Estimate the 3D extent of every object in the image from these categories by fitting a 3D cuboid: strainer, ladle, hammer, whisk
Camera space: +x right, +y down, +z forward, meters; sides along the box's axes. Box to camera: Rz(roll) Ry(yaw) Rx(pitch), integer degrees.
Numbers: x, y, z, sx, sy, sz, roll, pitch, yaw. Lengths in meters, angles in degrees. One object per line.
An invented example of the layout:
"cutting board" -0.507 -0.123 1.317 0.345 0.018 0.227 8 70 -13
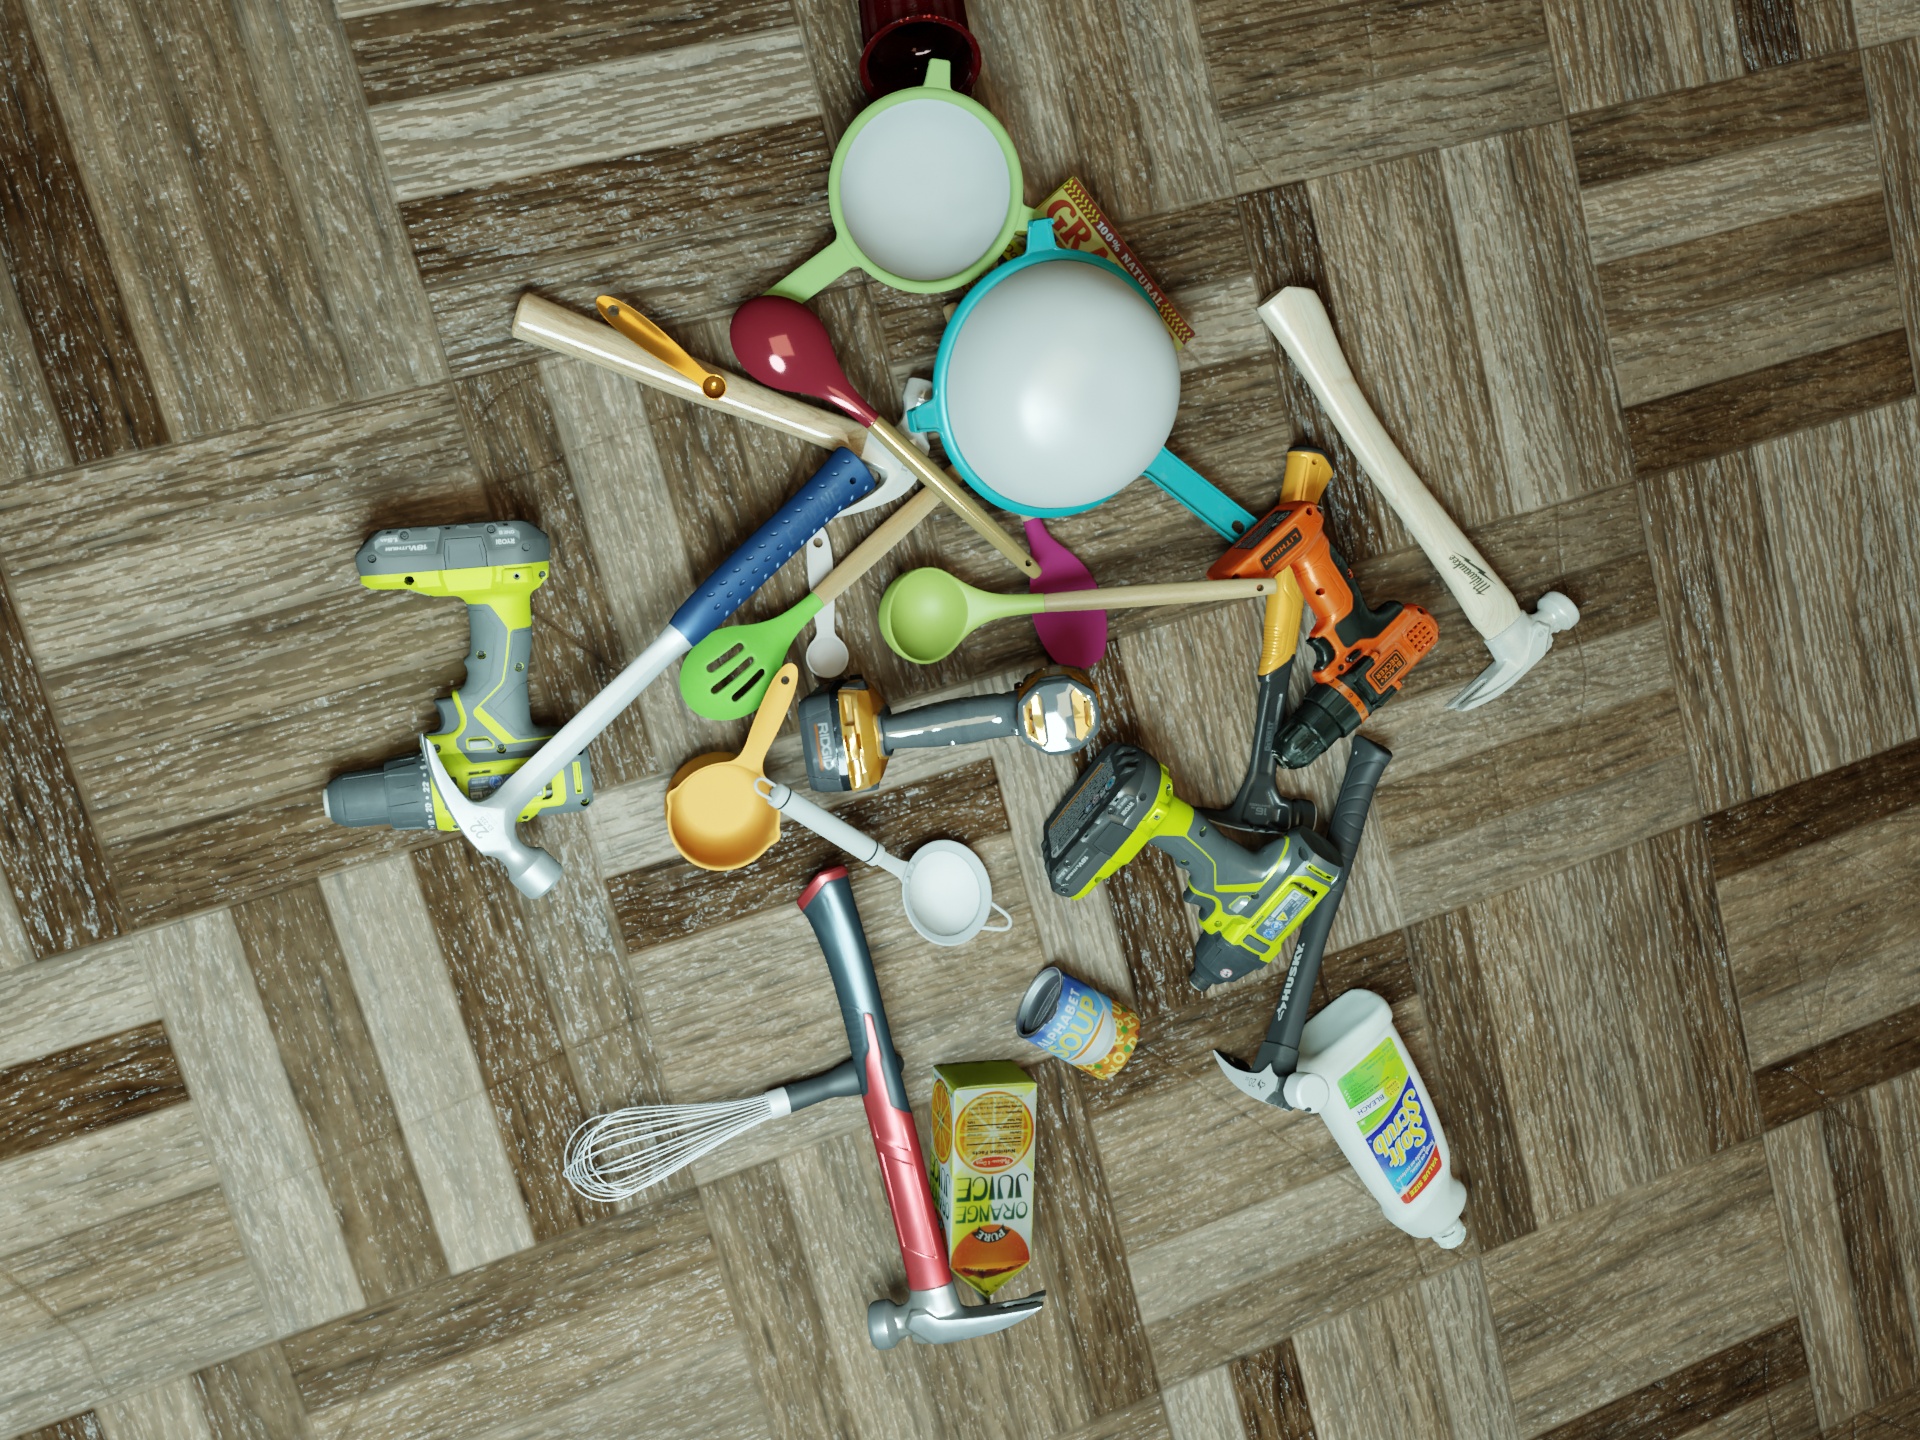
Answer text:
"strainer" -0.064 0.109 1.273 0.258 0.050 0.087 35 62 -30
"ladle" -0.051 -0.216 1.247 0.315 0.031 0.069 41 83 -18
"hammer" -0.183 -0.253 1.238 0.331 0.031 0.130 18 89 -16
"strainer" -0.073 -0.385 1.249 0.256 0.069 0.151 -35 114 7
"hammer" 0.269 -0.071 1.377 0.127 0.034 0.337 7 92 -17
"ladle" 0.094 -0.094 1.273 0.320 0.062 0.078 -4 104 3
"strainer" 0.140 -0.225 1.260 0.340 0.095 0.211 32 92 -27
"whisk" -0.177 0.317 1.276 0.284 0.070 0.070 -15 99 -18
"hammer" -0.220 -0.060 1.183 0.405 0.035 0.144 -46 115 -14
"hammer" 0.308 0.169 1.378 0.035 0.146 0.335 24 77 -17
"hammer" 0.382 -0.199 1.397 0.146 0.038 0.410 -41 103 -7
"hammer" -0.044 0.301 1.263 0.143 0.038 0.386 -14 91 9

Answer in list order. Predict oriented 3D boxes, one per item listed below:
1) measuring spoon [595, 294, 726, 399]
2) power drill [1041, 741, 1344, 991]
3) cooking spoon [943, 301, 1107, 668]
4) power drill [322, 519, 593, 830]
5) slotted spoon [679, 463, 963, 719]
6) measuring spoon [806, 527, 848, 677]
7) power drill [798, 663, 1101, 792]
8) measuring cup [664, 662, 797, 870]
"measuring spoon" -0.227 -0.282 1.204 0.117 0.011 0.021 36 83 -11
"power drill" 0.186 0.130 1.336 0.223 0.080 0.171 30 113 -18
"cooking spoon" 0.049 -0.191 1.314 0.069 0.017 0.319 -26 101 -22
"power drill" -0.380 -0.030 1.179 0.190 0.080 0.228 -6 99 -16
"slotted spoon" -0.096 -0.115 1.264 0.314 0.031 0.070 -44 105 -13
"measuring spoon" -0.112 -0.096 1.282 0.034 0.018 0.124 -4 89 -13
"power drill" -0.002 -0.004 1.257 0.226 0.185 0.084 -7 97 4
"measuring cup" -0.171 0.030 1.244 0.095 0.052 0.173 23 95 -21
